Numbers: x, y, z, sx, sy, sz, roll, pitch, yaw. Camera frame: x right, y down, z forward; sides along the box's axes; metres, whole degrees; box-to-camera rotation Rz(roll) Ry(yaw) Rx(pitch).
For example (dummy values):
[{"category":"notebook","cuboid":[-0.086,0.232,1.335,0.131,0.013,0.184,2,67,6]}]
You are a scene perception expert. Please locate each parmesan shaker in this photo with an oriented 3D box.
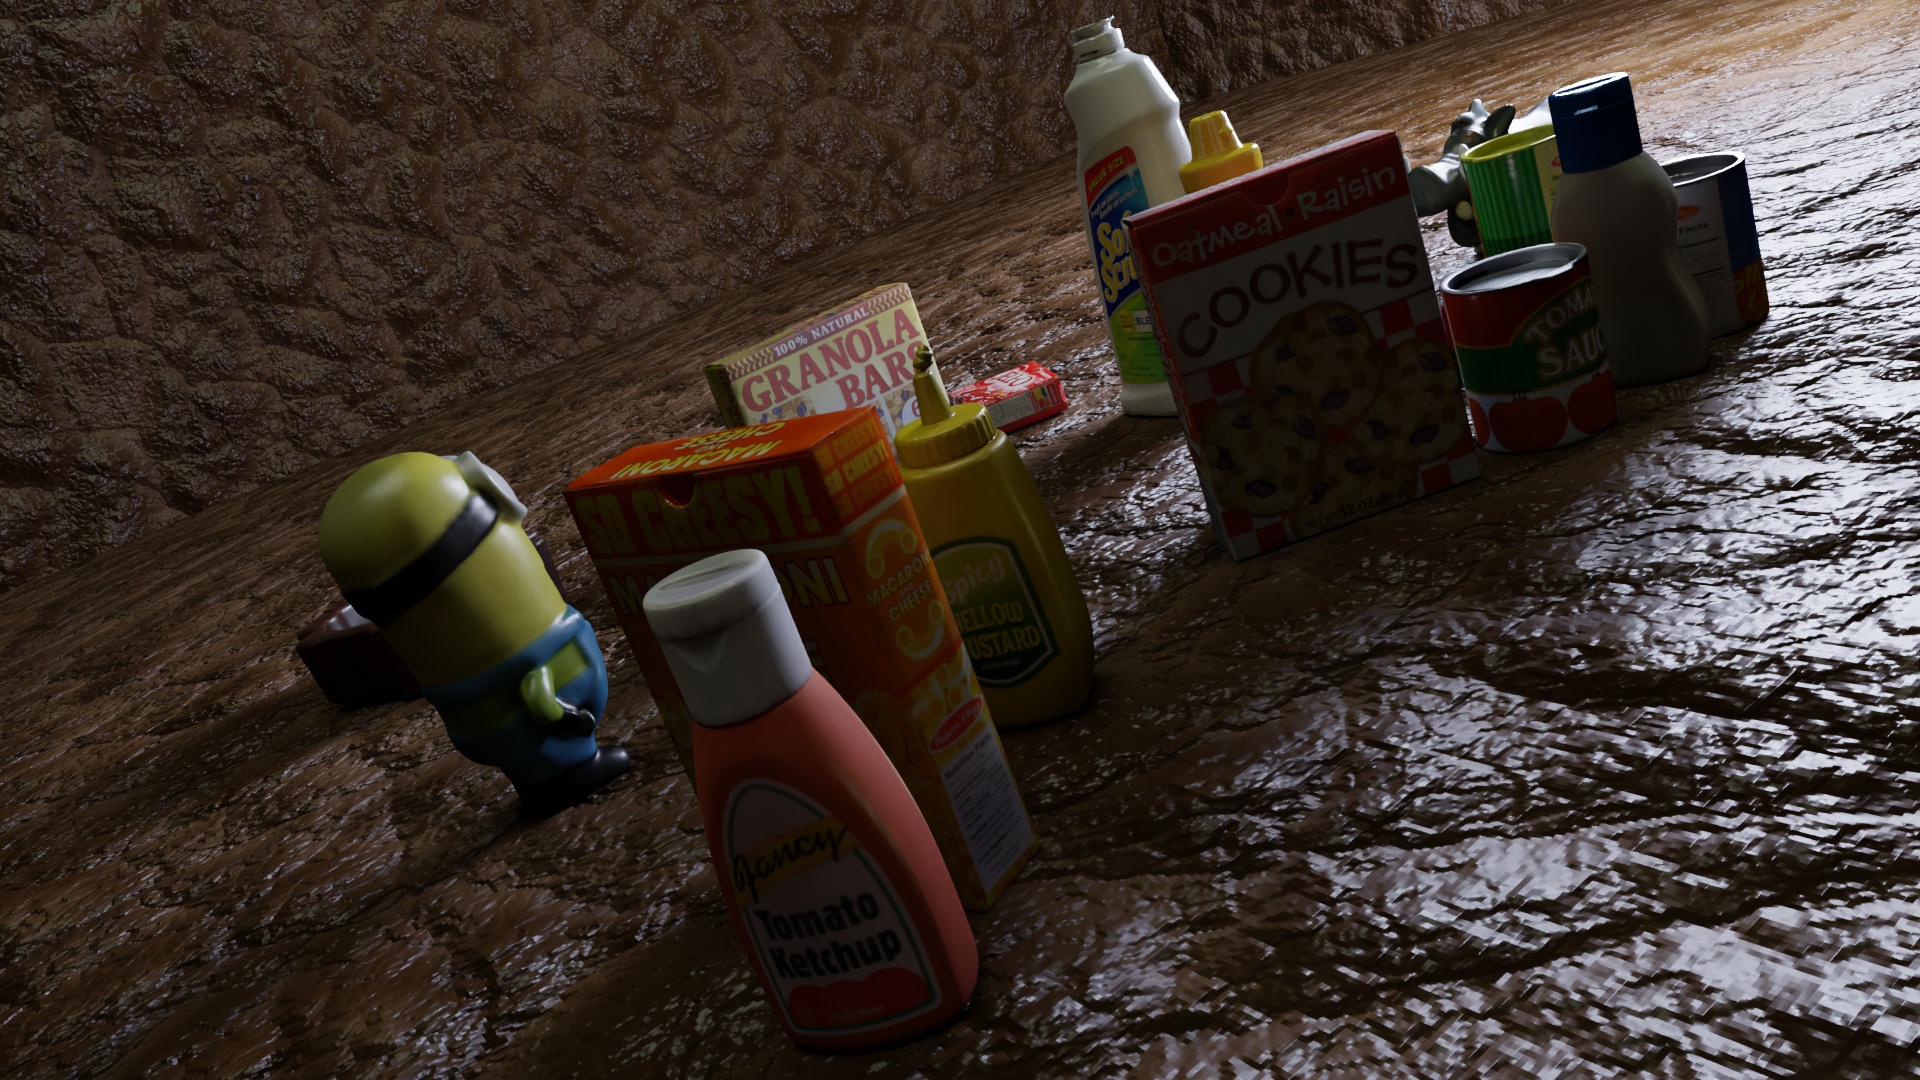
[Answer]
[{"category":"parmesan shaker","cuboid":[0.352,-0.196,0.858,0.071,0.102,0.071,-18,17,6]}]

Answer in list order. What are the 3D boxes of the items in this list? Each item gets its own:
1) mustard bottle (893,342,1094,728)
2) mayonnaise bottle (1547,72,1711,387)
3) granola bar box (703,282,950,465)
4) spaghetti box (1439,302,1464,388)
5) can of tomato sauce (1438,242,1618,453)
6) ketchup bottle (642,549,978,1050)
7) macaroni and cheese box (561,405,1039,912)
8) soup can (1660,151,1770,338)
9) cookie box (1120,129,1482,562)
[{"category":"mustard bottle","cuboid":[0.006,-0.002,0.560,0.065,0.159,0.049,-15,18,18]},{"category":"mayonnaise bottle","cuboid":[0.321,-0.150,0.679,0.064,0.147,0.041,-8,21,34]},{"category":"granola bar box","cuboid":[-0.092,-0.103,1.026,0.166,0.124,0.039,-31,20,-30]},{"category":"spaghetti box","cuboid":[0.265,-0.143,0.880,0.028,0.050,0.251,-18,18,8]},{"category":"can of tomato sauce","cuboid":[0.274,-0.091,0.664,0.071,0.083,0.071,-18,17,6]},{"category":"ketchup bottle","cuboid":[-0.046,0.076,0.403,0.064,0.148,0.044,-15,18,15]},{"category":"macaroni and cheese box","cuboid":[-0.056,0.044,0.478,0.123,0.166,0.040,-6,22,39]},{"category":"soup can","cuboid":[0.383,-0.154,0.730,0.071,0.083,0.071,-18,17,6]},{"category":"cookie box","cuboid":[0.158,-0.089,0.641,0.123,0.167,0.040,-20,17,2]}]
